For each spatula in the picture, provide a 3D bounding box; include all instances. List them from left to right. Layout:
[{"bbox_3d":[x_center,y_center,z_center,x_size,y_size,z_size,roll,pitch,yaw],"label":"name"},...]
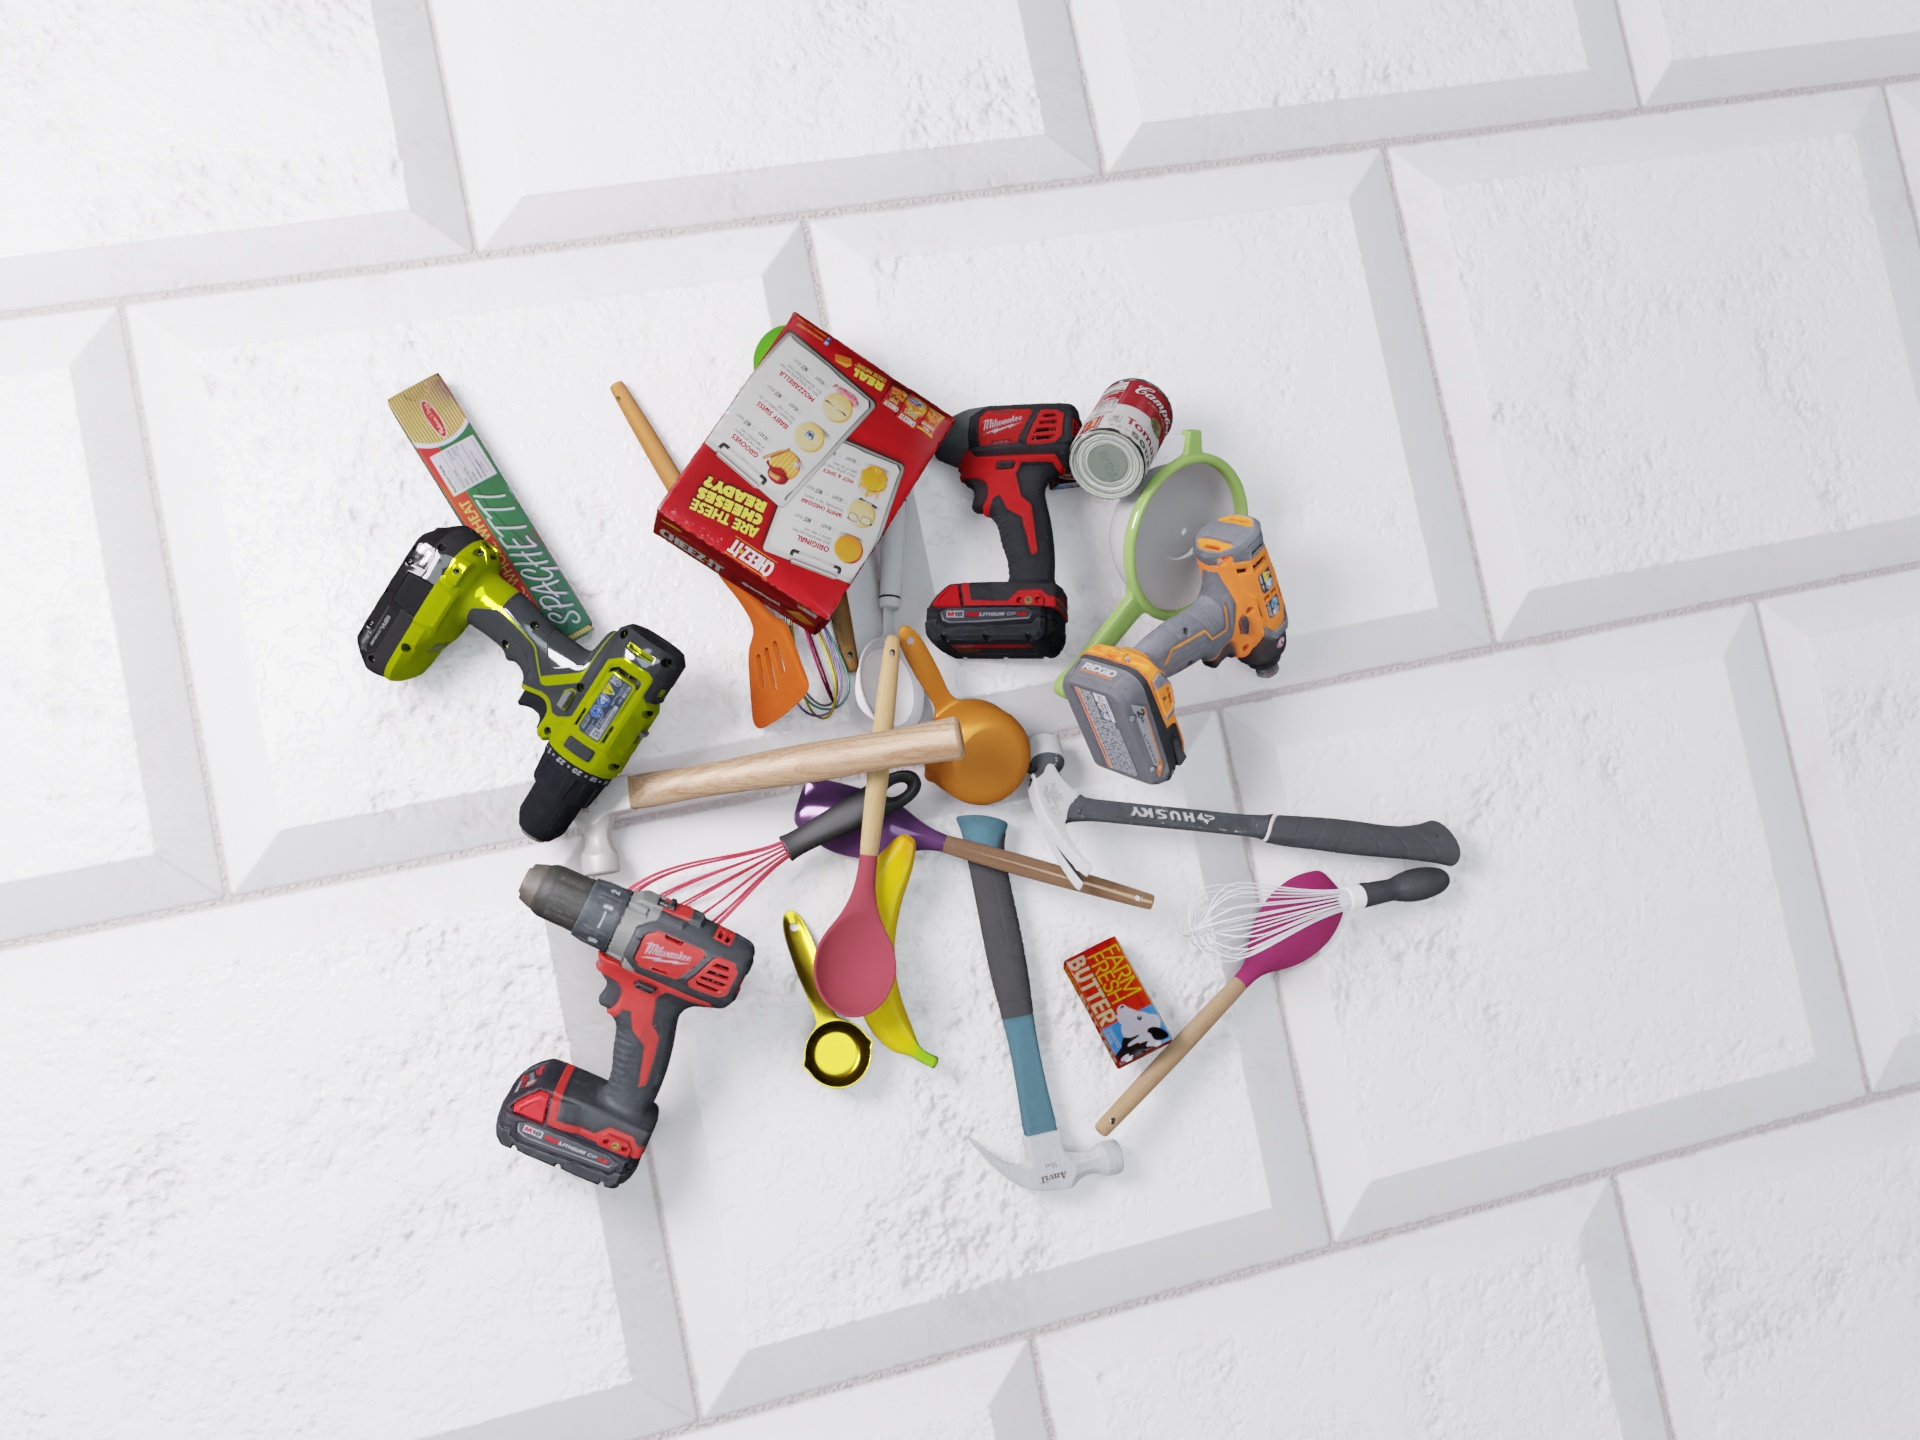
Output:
[{"bbox_3d":[-0.219,-0.148,1.354,0.041,0.081,0.322,-28,86,-49],"label":"spatula"},{"bbox_3d":[0.011,0.114,1.357,0.316,0.018,0.060,15,82,5],"label":"spatula"}]

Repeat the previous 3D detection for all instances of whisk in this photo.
[{"bbox_3d":[-0.163,0.117,1.327,0.296,0.073,0.073,-28,91,-12],"label":"whisk"},{"bbox_3d":[-0.142,-0.120,1.369,0.051,0.047,0.245,-13,84,-11],"label":"whisk"},{"bbox_3d":[0.322,0.162,1.410,0.284,0.070,0.070,-8,86,-24],"label":"whisk"}]

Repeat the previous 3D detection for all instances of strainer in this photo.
[{"bbox_3d":[-0.063,-0.094,1.383,0.086,0.050,0.258,18,71,-50],"label":"strainer"},{"bbox_3d":[0.150,-0.127,1.404,0.256,0.069,0.151,-51,132,-10],"label":"strainer"}]

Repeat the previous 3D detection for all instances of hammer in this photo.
[{"bbox_3d":[-0.161,0.038,1.305,0.331,0.031,0.130,-10,81,7],"label":"hammer"},{"bbox_3d":[0.048,0.242,1.377,0.128,0.033,0.331,-10,87,-13],"label":"hammer"},{"bbox_3d":[0.258,0.096,1.405,0.408,0.036,0.149,7,46,-15],"label":"hammer"}]

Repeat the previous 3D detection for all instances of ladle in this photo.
[{"bbox_3d":[-0.074,0.085,1.316,0.069,0.031,0.315,7,86,-13],"label":"ladle"}]

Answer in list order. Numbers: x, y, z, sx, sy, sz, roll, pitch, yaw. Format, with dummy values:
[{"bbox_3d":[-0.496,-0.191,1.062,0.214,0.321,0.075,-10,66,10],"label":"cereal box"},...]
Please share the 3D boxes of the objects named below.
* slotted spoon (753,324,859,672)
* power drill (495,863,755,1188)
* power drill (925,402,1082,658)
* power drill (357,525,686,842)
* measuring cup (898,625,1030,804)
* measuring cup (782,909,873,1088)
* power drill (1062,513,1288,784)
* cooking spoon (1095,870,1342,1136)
[{"bbox_3d":[-0.123,-0.196,1.388,0.070,0.031,0.314,-11,88,-12],"label":"slotted spoon"},{"bbox_3d":[-0.288,0.232,1.251,0.188,0.080,0.226,25,101,-8],"label":"power drill"},{"bbox_3d":[0.030,-0.168,1.380,0.143,0.078,0.220,1,79,15],"label":"power drill"},{"bbox_3d":[-0.360,-0.031,1.279,0.228,0.080,0.190,35,97,1],"label":"power drill"},{"bbox_3d":[-0.002,-0.004,1.350,0.095,0.052,0.173,-34,115,-10],"label":"measuring cup"},{"bbox_3d":[-0.121,0.237,1.354,0.062,0.029,0.157,-18,77,-12],"label":"measuring cup"},{"bbox_3d":[0.201,-0.050,1.378,0.226,0.084,0.164,-45,130,-23],"label":"power drill"},{"bbox_3d":[0.231,0.250,1.406,0.319,0.017,0.069,-42,93,-18],"label":"cooking spoon"}]
